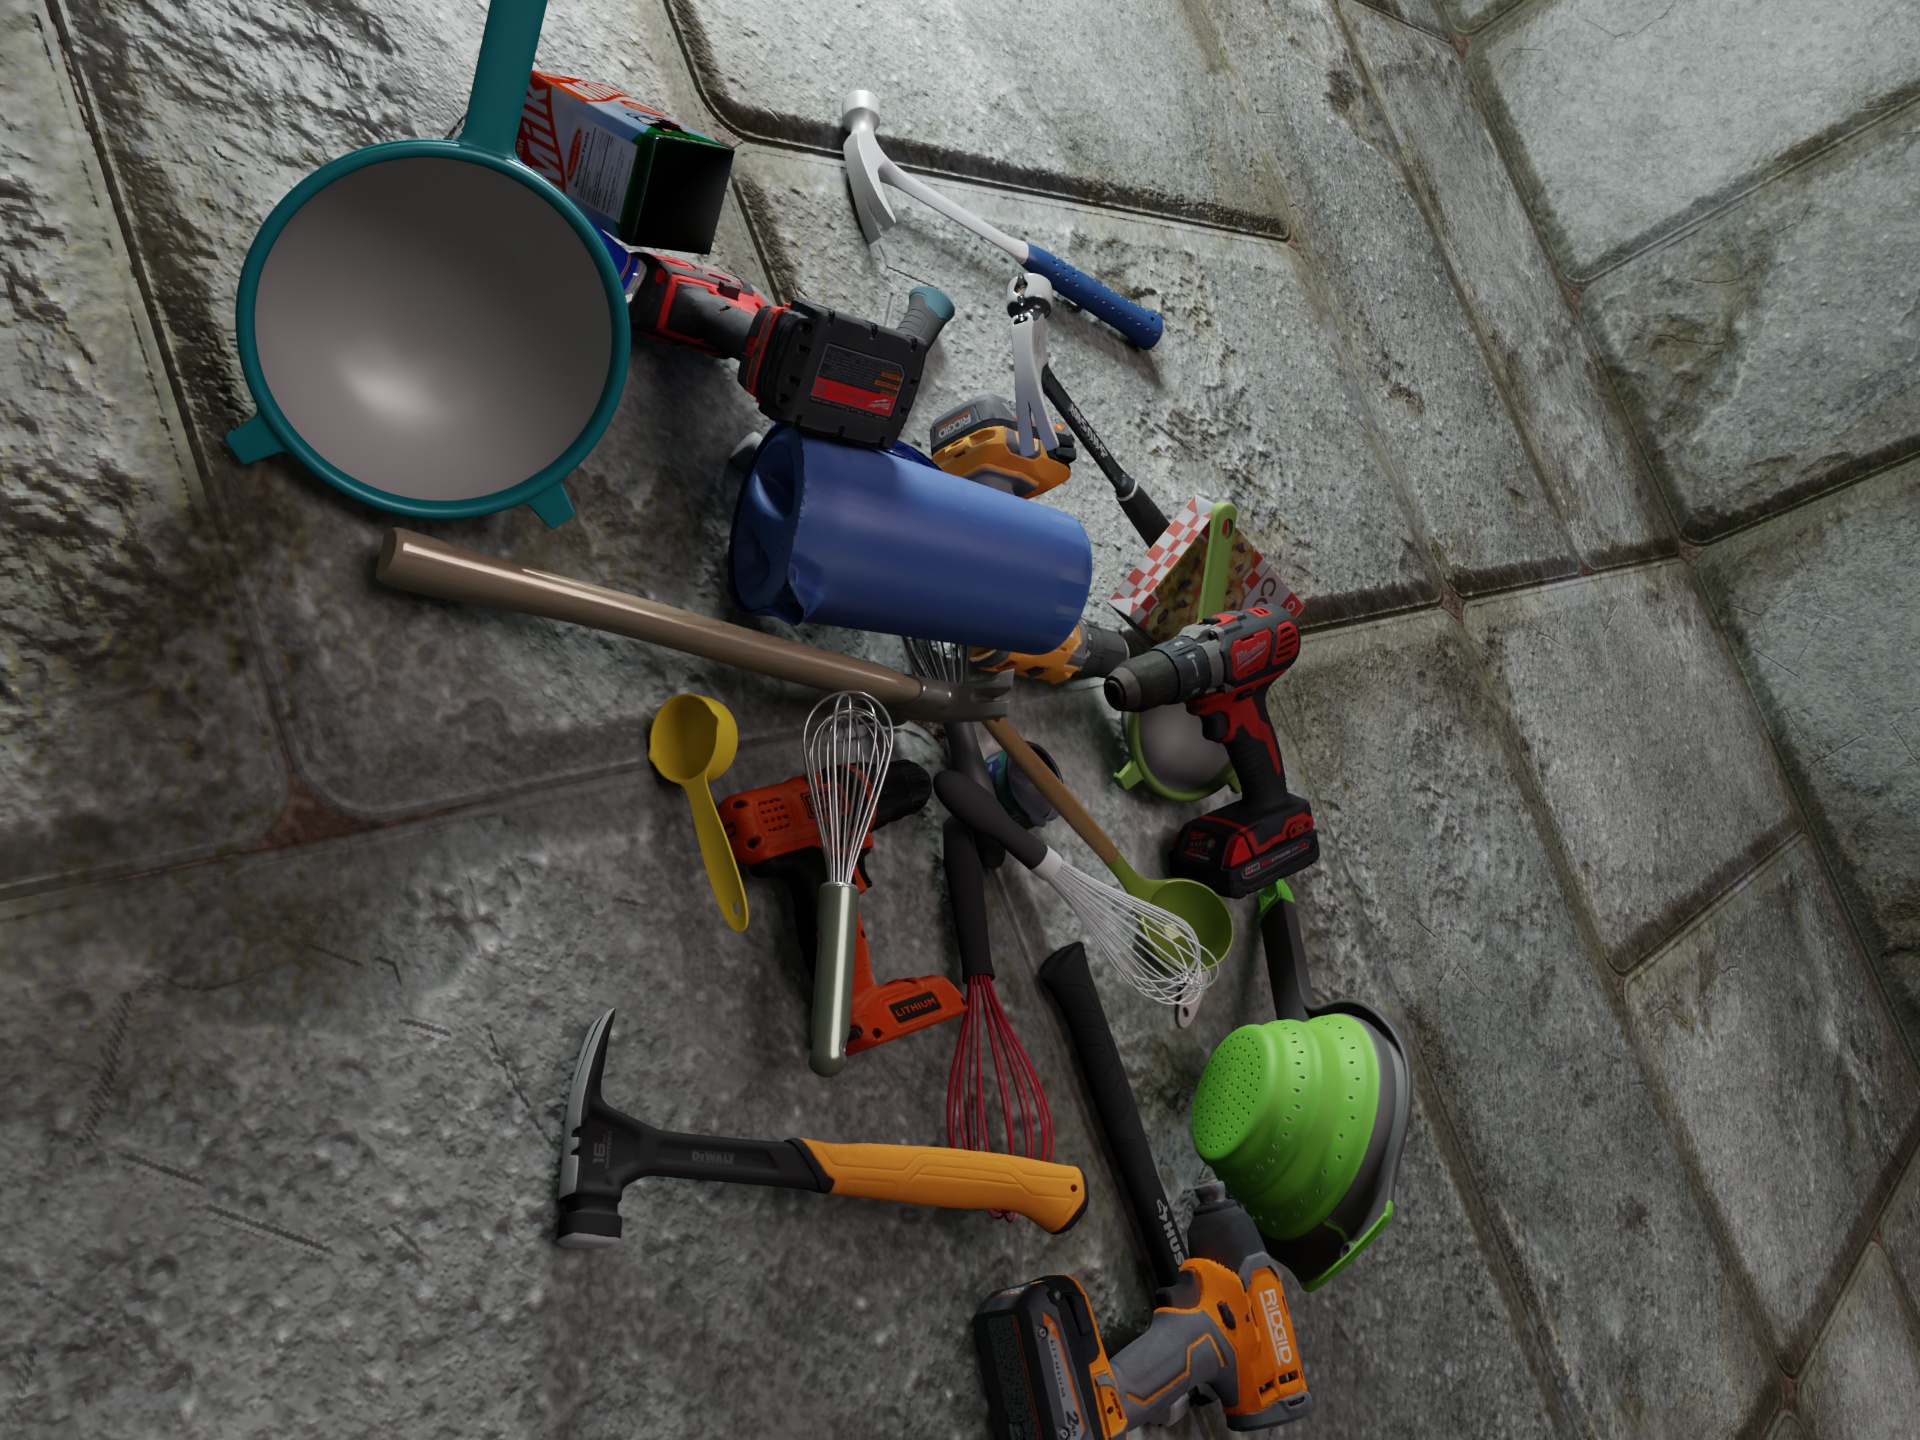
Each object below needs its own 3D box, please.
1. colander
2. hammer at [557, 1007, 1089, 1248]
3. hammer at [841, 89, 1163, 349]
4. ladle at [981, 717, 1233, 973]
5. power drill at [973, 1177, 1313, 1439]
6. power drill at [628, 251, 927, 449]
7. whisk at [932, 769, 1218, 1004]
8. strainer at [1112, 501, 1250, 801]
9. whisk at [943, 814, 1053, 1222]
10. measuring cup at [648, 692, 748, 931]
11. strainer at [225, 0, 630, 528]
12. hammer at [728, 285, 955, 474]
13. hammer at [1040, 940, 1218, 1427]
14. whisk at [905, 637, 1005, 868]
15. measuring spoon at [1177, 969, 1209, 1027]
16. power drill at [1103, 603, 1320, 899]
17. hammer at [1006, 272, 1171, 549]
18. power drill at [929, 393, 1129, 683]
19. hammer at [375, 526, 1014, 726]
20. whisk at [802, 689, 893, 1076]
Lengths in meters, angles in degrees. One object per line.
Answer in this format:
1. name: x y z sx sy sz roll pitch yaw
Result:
1. colander: 0.242 0.249 1.263 0.094 0.204 0.397 24 32 -14
2. hammer: -0.069 0.258 0.942 0.336 0.034 0.127 15 58 -27
3. hammer: 0.051 -0.442 1.506 0.405 0.035 0.144 18 57 -41
4. ladle: 0.112 0.089 1.225 0.319 0.062 0.078 48 56 -33
5. power drill: 0.125 0.403 1.058 0.226 0.084 0.164 -1 69 -34
6. power drill: -0.131 -0.263 1.101 0.143 0.078 0.220 5 21 -46
7. whisk: 0.084 0.125 1.183 0.284 0.070 0.070 39 45 -20
8. strainer: 0.192 -0.061 1.370 0.151 0.069 0.256 3 97 -36
9. whisk: 0.015 0.197 1.102 0.073 0.073 0.296 20 49 -39
10. measuring cup: -0.151 0.057 0.993 0.029 0.062 0.157 7 60 -58
11. strainer: -0.285 -0.288 0.904 0.211 0.340 0.095 10 19 -28
12. hammer: -0.071 -0.258 1.276 0.128 0.033 0.331 44 43 -20
13. hammer: 0.133 0.326 1.176 0.146 0.035 0.335 -8 76 -48
14. whisk: -0.001 -0.004 1.205 0.055 0.055 0.239 -3 75 -48
15. measuring spoon: 0.197 0.205 1.330 0.034 0.018 0.124 43 50 -23
16. power drill: 0.208 0.028 1.313 0.188 0.080 0.226 -19 109 -31
17. hammer: 0.138 -0.204 1.369 0.408 0.036 0.149 41 44 -53
18. power drill: 0.064 -0.140 1.324 0.185 0.084 0.226 9 67 -47
19. hammer: -0.157 -0.054 1.006 0.410 0.146 0.038 14 79 -37
20. whisk: -0.076 0.096 0.988 0.057 0.059 0.246 80 11 -69
